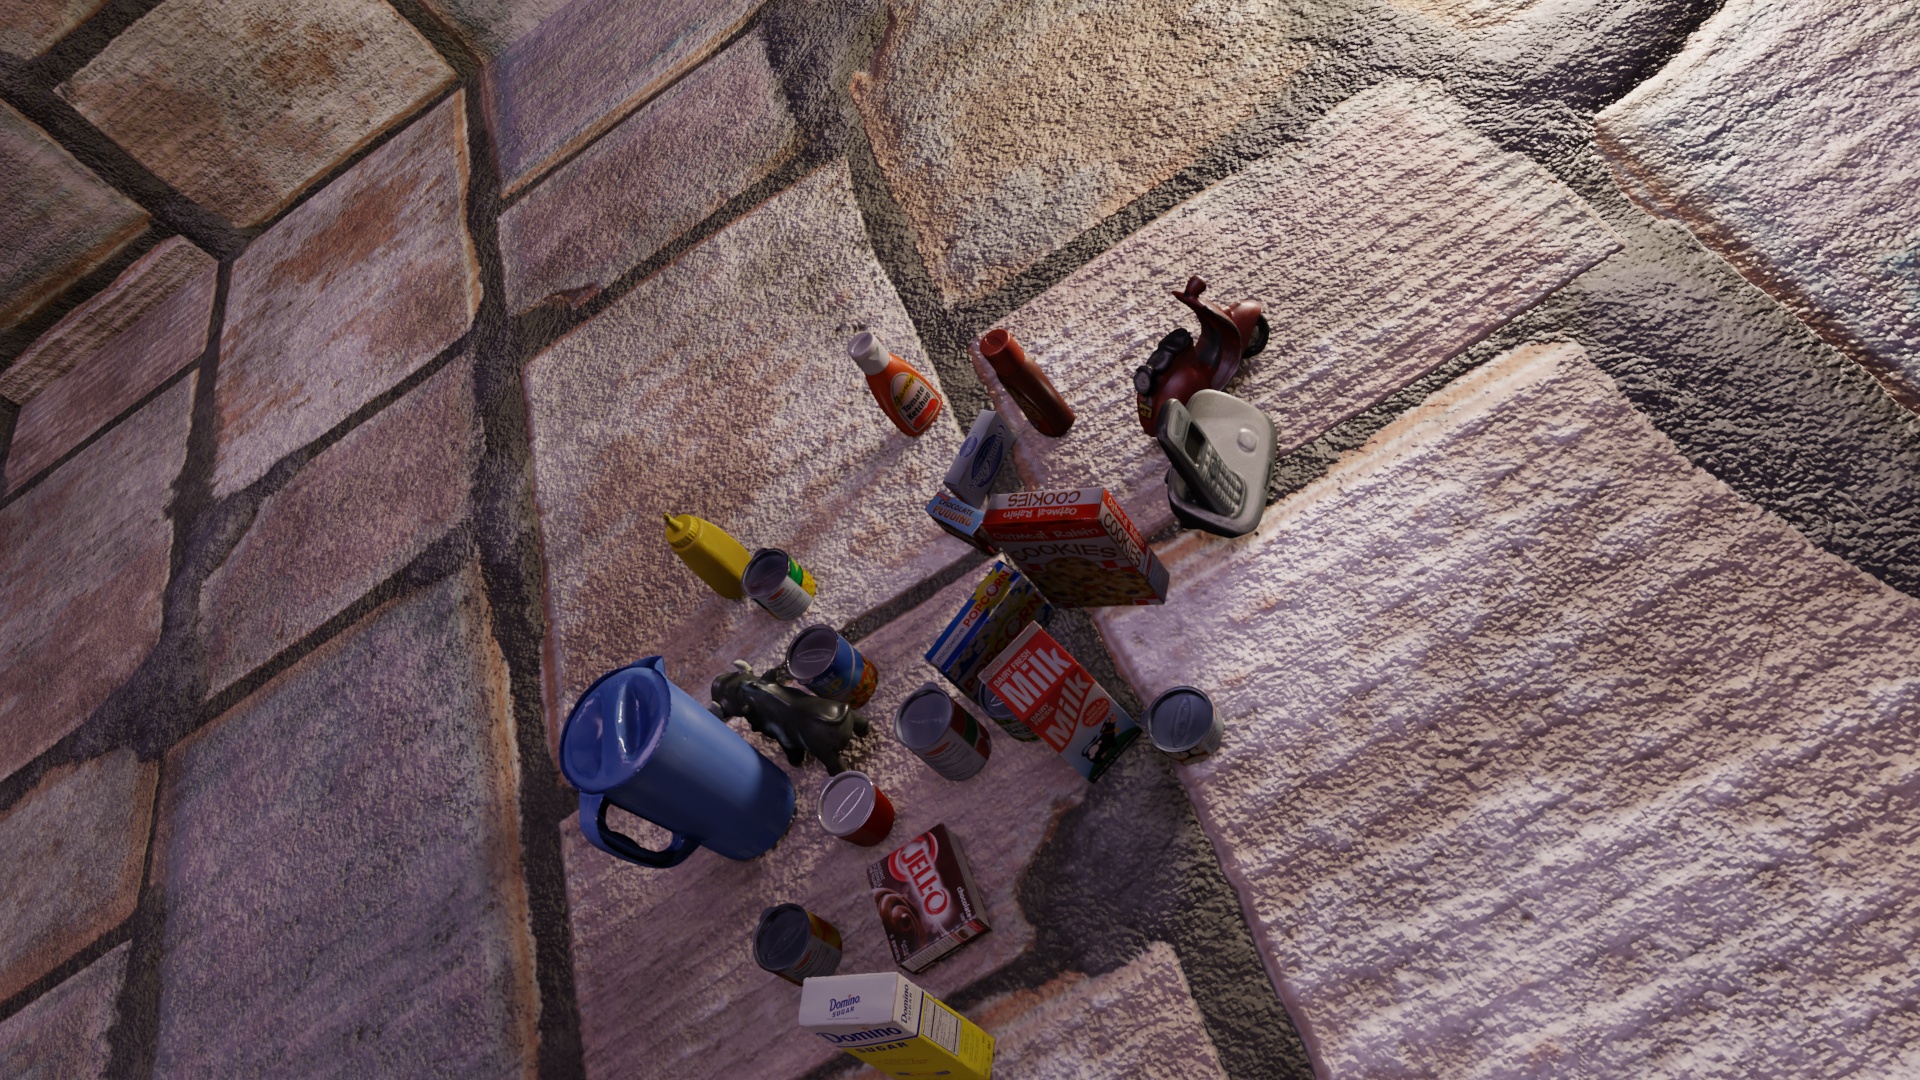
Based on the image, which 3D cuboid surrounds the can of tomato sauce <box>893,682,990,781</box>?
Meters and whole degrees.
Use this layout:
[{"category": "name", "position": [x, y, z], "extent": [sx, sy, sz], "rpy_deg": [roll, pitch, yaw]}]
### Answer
[{"category": "can of tomato sauce", "position": [-0.017, 0.189, 1.367], "extent": [0.071, 0.083, 0.071], "rpy_deg": [-17, 51, 23]}]

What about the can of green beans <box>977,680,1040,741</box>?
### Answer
[{"category": "can of green beans", "position": [0.059, 0.156, 1.360], "extent": [0.071, 0.057, 0.071], "rpy_deg": [-17, 51, 23]}]

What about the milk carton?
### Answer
[{"category": "milk carton", "position": [0.084, 0.140, 1.263], "extent": [0.072, 0.190, 0.073], "rpy_deg": [-45, 46, -2]}]

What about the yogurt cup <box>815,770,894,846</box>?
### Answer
[{"category": "yogurt cup", "position": [-0.102, 0.271, 1.385], "extent": [0.072, 0.053, 0.073], "rpy_deg": [-17, 51, 23]}]

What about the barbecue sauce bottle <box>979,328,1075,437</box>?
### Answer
[{"category": "barbecue sauce bottle", "position": [0.071, -0.174, 1.524], "extent": [0.044, 0.148, 0.065], "rpy_deg": [-49, 46, -5]}]

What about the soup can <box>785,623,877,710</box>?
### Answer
[{"category": "soup can", "position": [-0.137, 0.139, 1.480], "extent": [0.071, 0.083, 0.072], "rpy_deg": [-17, 51, 23]}]

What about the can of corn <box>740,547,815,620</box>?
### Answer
[{"category": "can of corn", "position": [-0.211, 0.050, 1.609], "extent": [0.071, 0.058, 0.071], "rpy_deg": [-17, 51, 23]}]

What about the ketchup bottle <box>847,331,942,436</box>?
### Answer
[{"category": "ketchup bottle", "position": [-0.080, -0.187, 1.630], "extent": [0.043, 0.148, 0.065], "rpy_deg": [30, 78, 42]}]

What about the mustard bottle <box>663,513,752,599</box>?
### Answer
[{"category": "mustard bottle", "position": [-0.300, 0.009, 1.625], "extent": [0.049, 0.159, 0.065], "rpy_deg": [-26, 48, 15]}]

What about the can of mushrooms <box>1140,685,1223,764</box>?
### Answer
[{"category": "can of mushrooms", "position": [0.204, 0.169, 1.274], "extent": [0.071, 0.033, 0.071], "rpy_deg": [-17, 51, 22]}]

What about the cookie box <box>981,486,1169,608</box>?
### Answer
[{"category": "cookie box", "position": [0.114, 0.011, 1.352], "extent": [0.123, 0.167, 0.040], "rpy_deg": [-4, 58, 31]}]

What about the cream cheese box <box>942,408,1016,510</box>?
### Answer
[{"category": "cream cheese box", "position": [0.022, -0.091, 1.562], "extent": [0.024, 0.053, 0.104], "rpy_deg": [12, 67, 38]}]

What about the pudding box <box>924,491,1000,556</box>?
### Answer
[{"category": "pudding box", "position": [0.005, -0.019, 1.524], "extent": [0.084, 0.049, 0.030], "rpy_deg": [29, 77, 42]}]

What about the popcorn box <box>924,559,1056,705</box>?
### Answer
[{"category": "popcorn box", "position": [0.031, 0.095, 1.402], "extent": [0.038, 0.085, 0.127], "rpy_deg": [30, 78, 42]}]

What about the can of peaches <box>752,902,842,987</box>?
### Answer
[{"category": "can of peaches", "position": [-0.157, 0.388, 1.334], "extent": [0.071, 0.058, 0.071], "rpy_deg": [-17, 51, 23]}]
